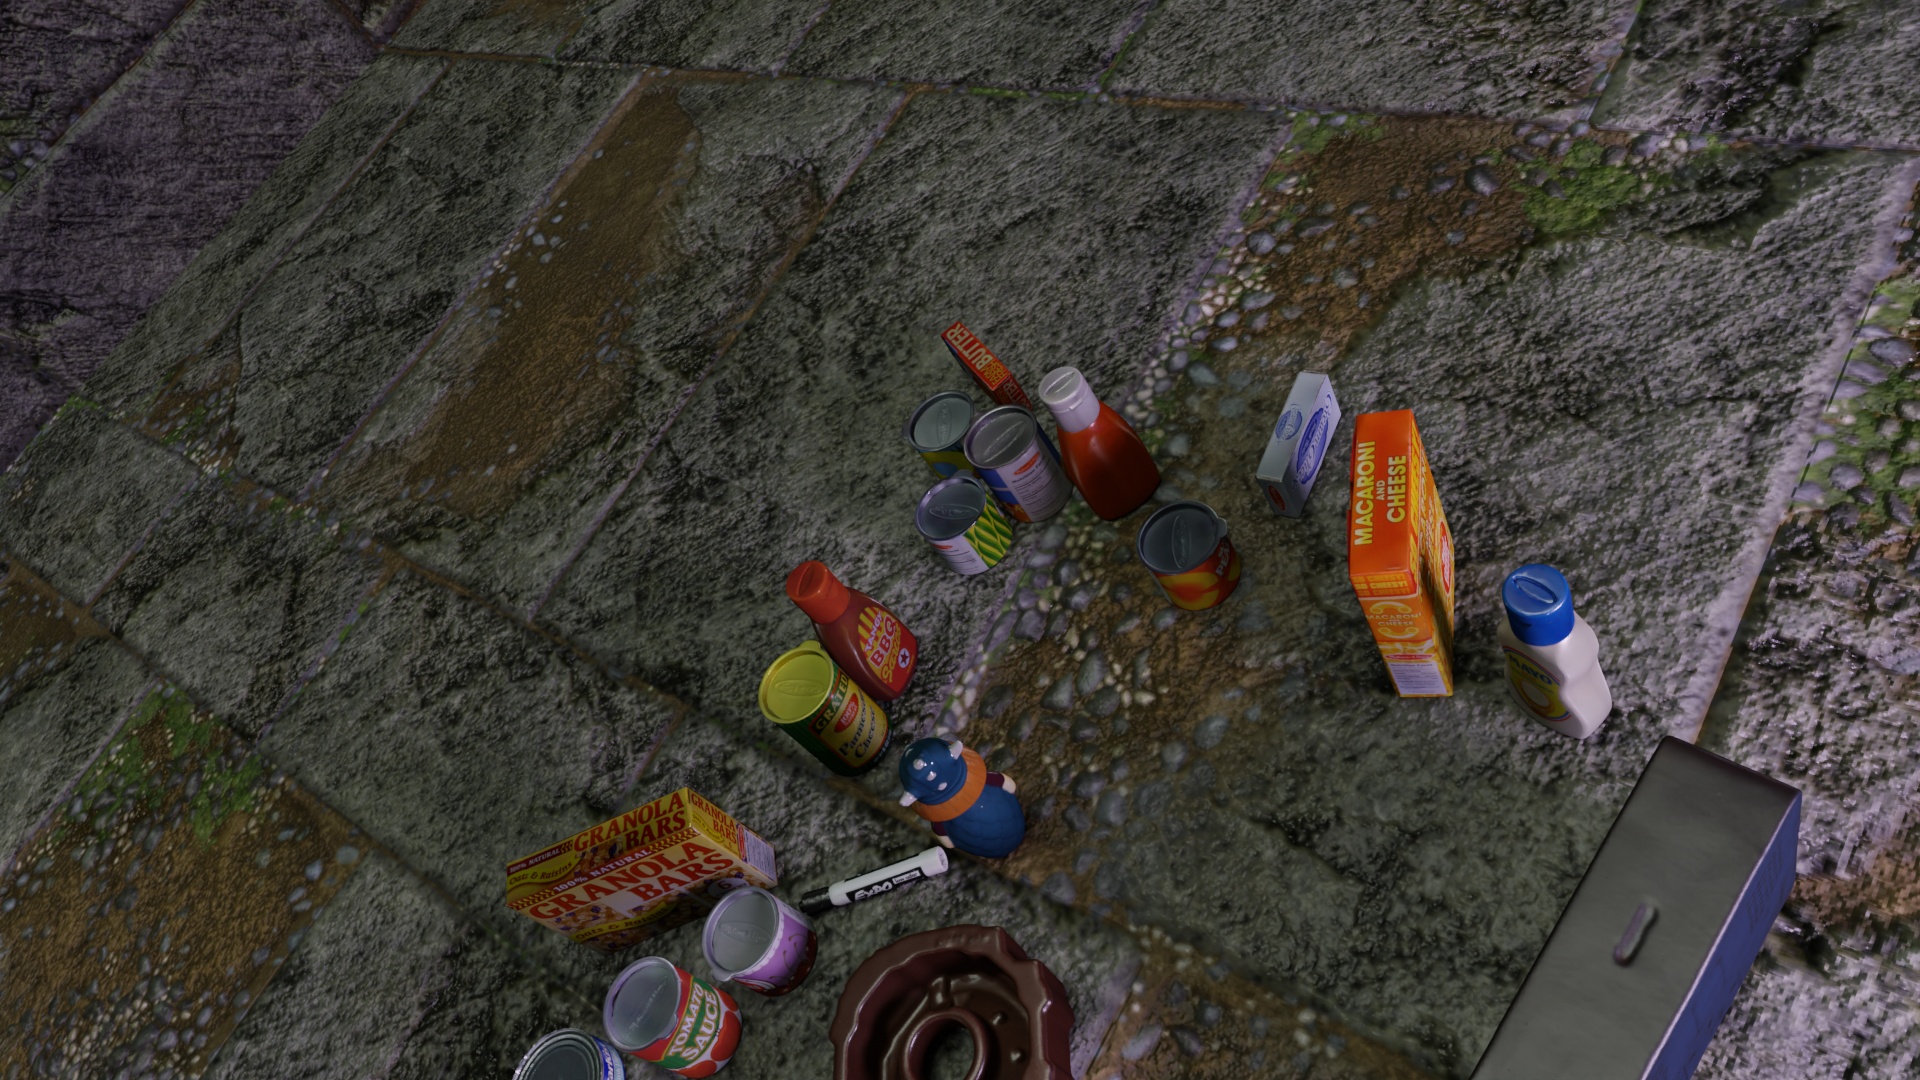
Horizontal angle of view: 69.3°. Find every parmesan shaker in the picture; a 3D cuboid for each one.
[{"bbox_3d":[-0.103,0.134,1.095,0.071,0.102,0.071,-15,52,20],"label":"parmesan shaker"}]

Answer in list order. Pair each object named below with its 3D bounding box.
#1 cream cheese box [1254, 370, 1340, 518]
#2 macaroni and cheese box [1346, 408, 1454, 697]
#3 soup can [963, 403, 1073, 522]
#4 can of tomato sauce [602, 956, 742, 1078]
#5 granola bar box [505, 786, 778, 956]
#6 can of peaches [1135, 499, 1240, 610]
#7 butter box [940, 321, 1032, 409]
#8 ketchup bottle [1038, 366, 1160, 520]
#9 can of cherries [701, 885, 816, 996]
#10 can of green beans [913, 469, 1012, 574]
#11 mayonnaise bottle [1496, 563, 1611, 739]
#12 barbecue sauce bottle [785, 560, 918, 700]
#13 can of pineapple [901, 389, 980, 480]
[{"bbox_3d":[0.261,-0.074,1.072,0.024,0.053,0.104,11,64,35],"label":"cream cheese box"},{"bbox_3d":[0.292,0.012,0.915,0.040,0.166,0.124,-5,55,27],"label":"macaroni and cheese box"},{"bbox_3d":[0.048,-0.065,1.166,0.071,0.083,0.072,-15,52,20],"label":"soup can"},{"bbox_3d":[-0.207,0.349,1.011,0.071,0.083,0.071,-15,52,20],"label":"can of tomato sauce"},{"bbox_3d":[-0.244,0.257,1.071,0.165,0.124,0.039,-24,49,13],"label":"granola bar box"},{"bbox_3d":[0.176,0.011,1.055,0.071,0.058,0.071,-15,51,20],"label":"can of peaches"},{"bbox_3d":[0.024,-0.154,1.266,0.024,0.053,0.104,-39,47,0],"label":"butter box"},{"bbox_3d":[0.107,-0.078,1.098,0.065,0.148,0.044,-38,47,1],"label":"ketchup bottle"},{"bbox_3d":[-0.150,0.300,1.031,0.071,0.058,0.072,-15,51,20],"label":"can of cherries"},{"bbox_3d":[0.003,-0.013,1.172,0.071,0.057,0.071,-15,51,20],"label":"can of green beans"},{"bbox_3d":[0.359,0.067,0.849,0.041,0.147,0.065,-46,48,-7],"label":"mayonnaise bottle"},{"bbox_3d":[-0.086,0.068,1.102,0.043,0.148,0.065,1,59,31],"label":"barbecue sauce bottle"},{"bbox_3d":[-0.007,-0.091,1.234,0.071,0.057,0.071,-15,51,20],"label":"can of pineapple"}]
